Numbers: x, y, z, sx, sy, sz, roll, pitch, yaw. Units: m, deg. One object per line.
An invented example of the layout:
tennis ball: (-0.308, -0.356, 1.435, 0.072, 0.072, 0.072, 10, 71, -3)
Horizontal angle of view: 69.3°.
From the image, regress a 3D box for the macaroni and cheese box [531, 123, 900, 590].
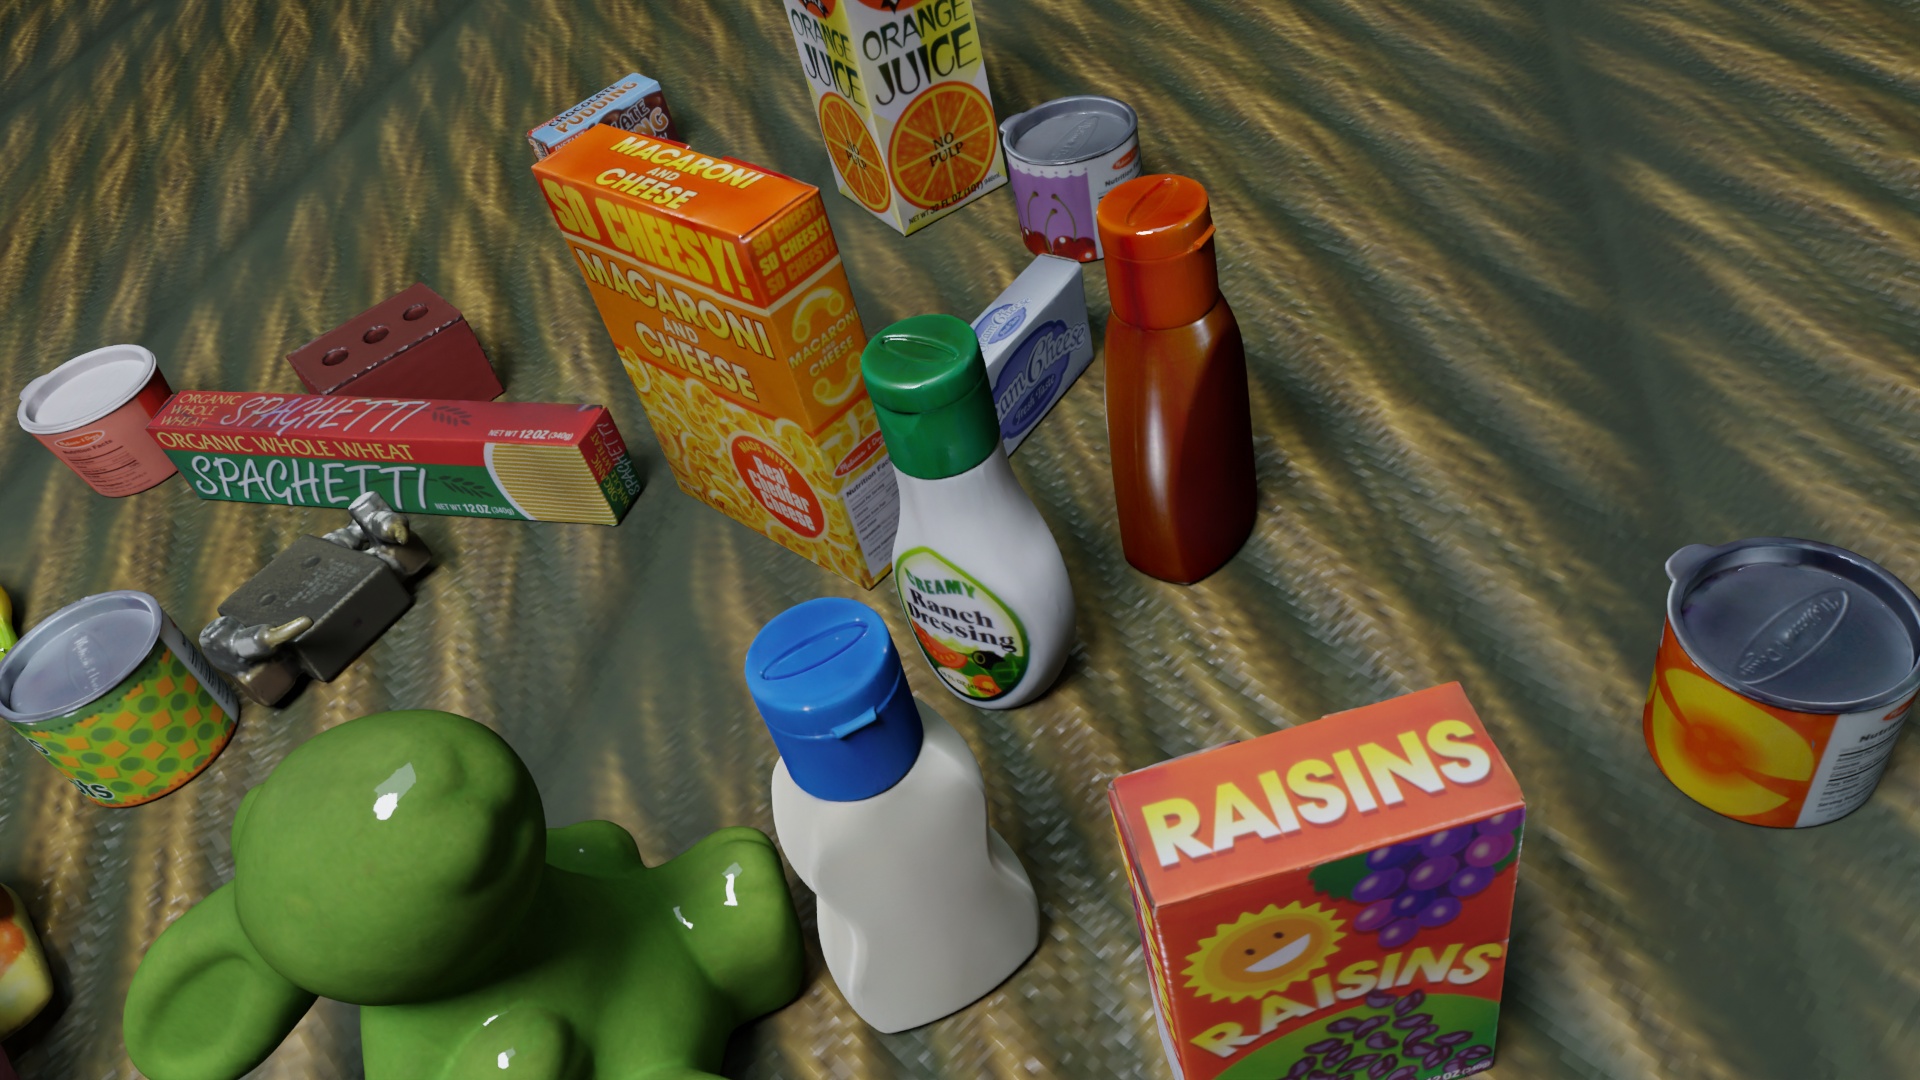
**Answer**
macaroni and cheese box: (-0.086, -0.071, 0.541, 0.124, 0.165, 0.040, 25, 56, 35)

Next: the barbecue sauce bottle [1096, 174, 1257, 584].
barbecue sauce bottle: (0.076, -0.056, 0.492, 0.044, 0.147, 0.065, 19, 53, 32)

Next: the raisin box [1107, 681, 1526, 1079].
raisin box: (0.089, 0.097, 0.346, 0.086, 0.122, 0.040, -15, 43, 0)

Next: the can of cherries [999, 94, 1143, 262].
can of cherries: (0.057, -0.181, 0.696, 0.071, 0.058, 0.072, -8, 43, 8)

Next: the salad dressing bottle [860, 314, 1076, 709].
salad dressing bottle: (0.002, -0.006, 0.461, 0.064, 0.147, 0.044, 17, 52, 31)

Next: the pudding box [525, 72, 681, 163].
pudding box: (-0.216, -0.243, 0.846, 0.084, 0.049, 0.030, -40, 48, -24)

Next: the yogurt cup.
yogurt cup: (-0.432, -0.059, 0.711, 0.072, 0.053, 0.073, -8, 43, 8)

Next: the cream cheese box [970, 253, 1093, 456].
cream cheese box: (0.020, -0.072, 0.595, 0.024, 0.053, 0.104, 19, 53, 32)

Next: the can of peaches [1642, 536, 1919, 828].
can of peaches: (0.239, 0.041, 0.410, 0.071, 0.057, 0.071, -8, 43, 8)

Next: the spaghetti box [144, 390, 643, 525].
spaghetti box: (-0.268, -0.040, 0.646, 0.250, 0.050, 0.029, 4, 46, 19)

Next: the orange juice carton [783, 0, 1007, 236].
orange juice carton: (-0.040, -0.264, 0.711, 0.072, 0.191, 0.073, -32, 45, -17)

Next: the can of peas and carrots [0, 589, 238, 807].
can of peas and carrots: (-0.335, 0.064, 0.550, 0.071, 0.058, 0.071, -8, 43, 8)

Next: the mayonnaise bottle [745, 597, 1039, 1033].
mayonnaise bottle: (-0.020, 0.077, 0.380, 0.065, 0.147, 0.041, -27, 44, -12)
